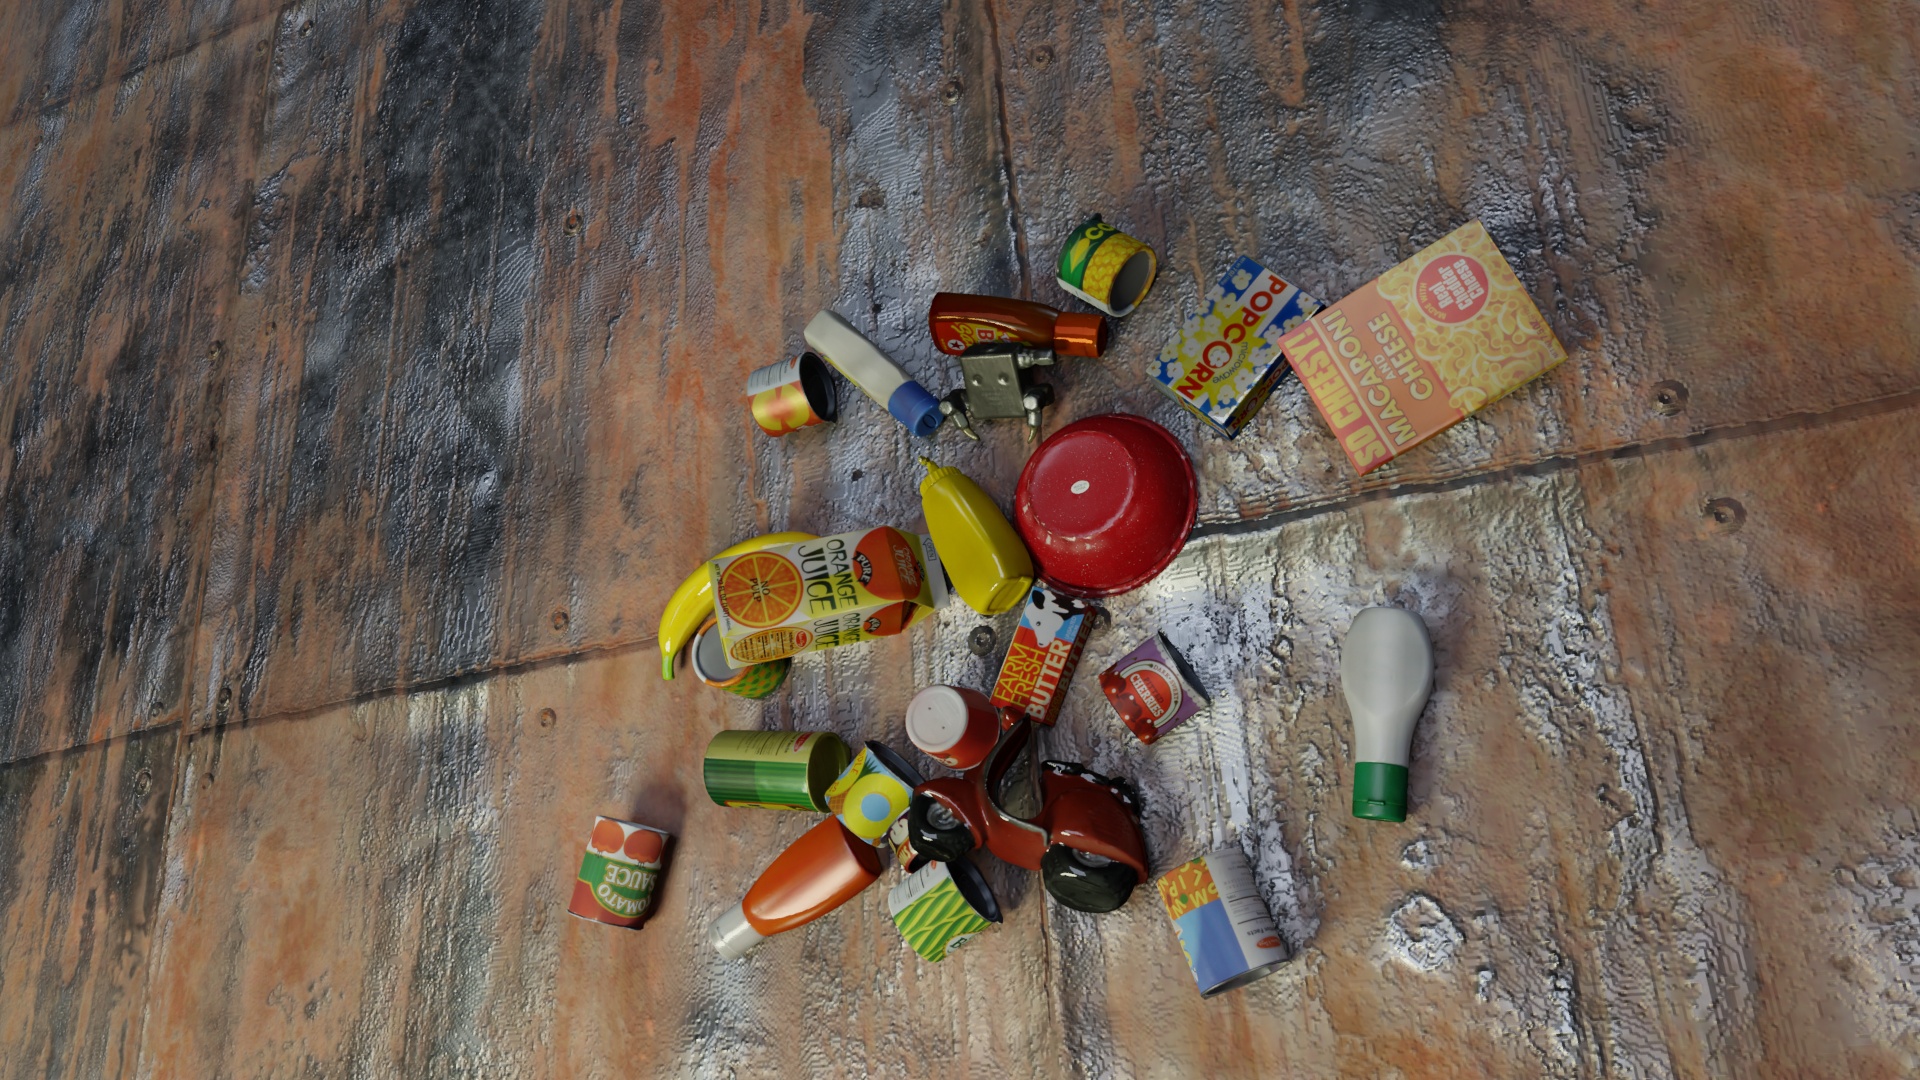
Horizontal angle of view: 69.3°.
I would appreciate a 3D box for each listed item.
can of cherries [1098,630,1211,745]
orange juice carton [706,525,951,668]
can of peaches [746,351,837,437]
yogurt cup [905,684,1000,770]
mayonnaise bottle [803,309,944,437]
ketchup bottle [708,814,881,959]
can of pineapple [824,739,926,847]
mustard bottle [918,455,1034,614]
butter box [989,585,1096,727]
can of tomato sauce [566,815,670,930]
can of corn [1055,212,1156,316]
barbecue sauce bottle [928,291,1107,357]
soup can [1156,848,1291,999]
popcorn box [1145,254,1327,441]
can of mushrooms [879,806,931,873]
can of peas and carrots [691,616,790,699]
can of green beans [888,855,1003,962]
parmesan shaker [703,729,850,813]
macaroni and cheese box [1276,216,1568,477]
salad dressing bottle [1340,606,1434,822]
[{"bbox_3d":[0.145,0.111,1.042,0.058,0.071,0.072,-37,61,11],"label":"can of cherries"},{"bbox_3d":[-0.108,0.043,1.160,0.193,0.072,0.072,-12,65,-10],"label":"orange juice carton"},{"bbox_3d":[-0.153,-0.131,1.271,0.058,0.071,0.071,-15,67,20],"label":"can of peaches"},{"bbox_3d":[-0.009,0.147,1.112,0.072,0.054,0.072,-8,70,22],"label":"yogurt cup"},{"bbox_3d":[-0.075,-0.148,1.243,0.148,0.064,0.041,43,93,27],"label":"mayonnaise bottle"},{"bbox_3d":[-0.138,0.286,1.131,0.148,0.043,0.065,-37,60,10],"label":"ketchup bottle"},{"bbox_3d":[-0.068,0.202,1.113,0.058,0.071,0.071,-49,60,4],"label":"can of pineapple"},{"bbox_3d":[0.004,-0.015,1.160,0.065,0.049,0.161,-52,53,35],"label":"mustard bottle"},{"bbox_3d":[0.066,0.093,1.113,0.053,0.024,0.103,16,80,30],"label":"butter box"},{"bbox_3d":[-0.291,0.284,1.191,0.071,0.071,0.083,8,76,27],"label":"can of tomato sauce"},{"bbox_3d":[0.124,-0.232,1.171,0.058,0.071,0.071,35,90,29],"label":"can of corn"},{"bbox_3d":[0.050,-0.182,1.195,0.148,0.064,0.044,7,65,18],"label":"barbecue sauce bottle"},{"bbox_3d":[0.181,0.269,0.974,0.071,0.071,0.084,-29,62,14],"label":"soup can"},{"bbox_3d":[0.223,-0.156,1.115,0.085,0.038,0.126,41,92,29],"label":"popcorn box"},{"bbox_3d":[-0.025,0.229,1.083,0.071,0.071,0.033,-39,63,9],"label":"can of mushrooms"},{"bbox_3d":[-0.189,0.100,1.211,0.071,0.058,0.071,-8,70,23],"label":"can of peas and carrots"},{"bbox_3d":[-0.013,0.279,1.062,0.058,0.071,0.071,-38,61,10],"label":"can of green beans"},{"bbox_3d":[-0.153,0.191,1.161,0.103,0.071,0.071,-3,72,26],"label":"parmesan shaker"},{"bbox_3d":[0.340,-0.141,1.034,0.166,0.040,0.124,-31,82,13],"label":"macaroni and cheese box"},{"bbox_3d":[0.299,0.123,0.981,0.064,0.044,0.148,2,75,24],"label":"salad dressing bottle"}]
